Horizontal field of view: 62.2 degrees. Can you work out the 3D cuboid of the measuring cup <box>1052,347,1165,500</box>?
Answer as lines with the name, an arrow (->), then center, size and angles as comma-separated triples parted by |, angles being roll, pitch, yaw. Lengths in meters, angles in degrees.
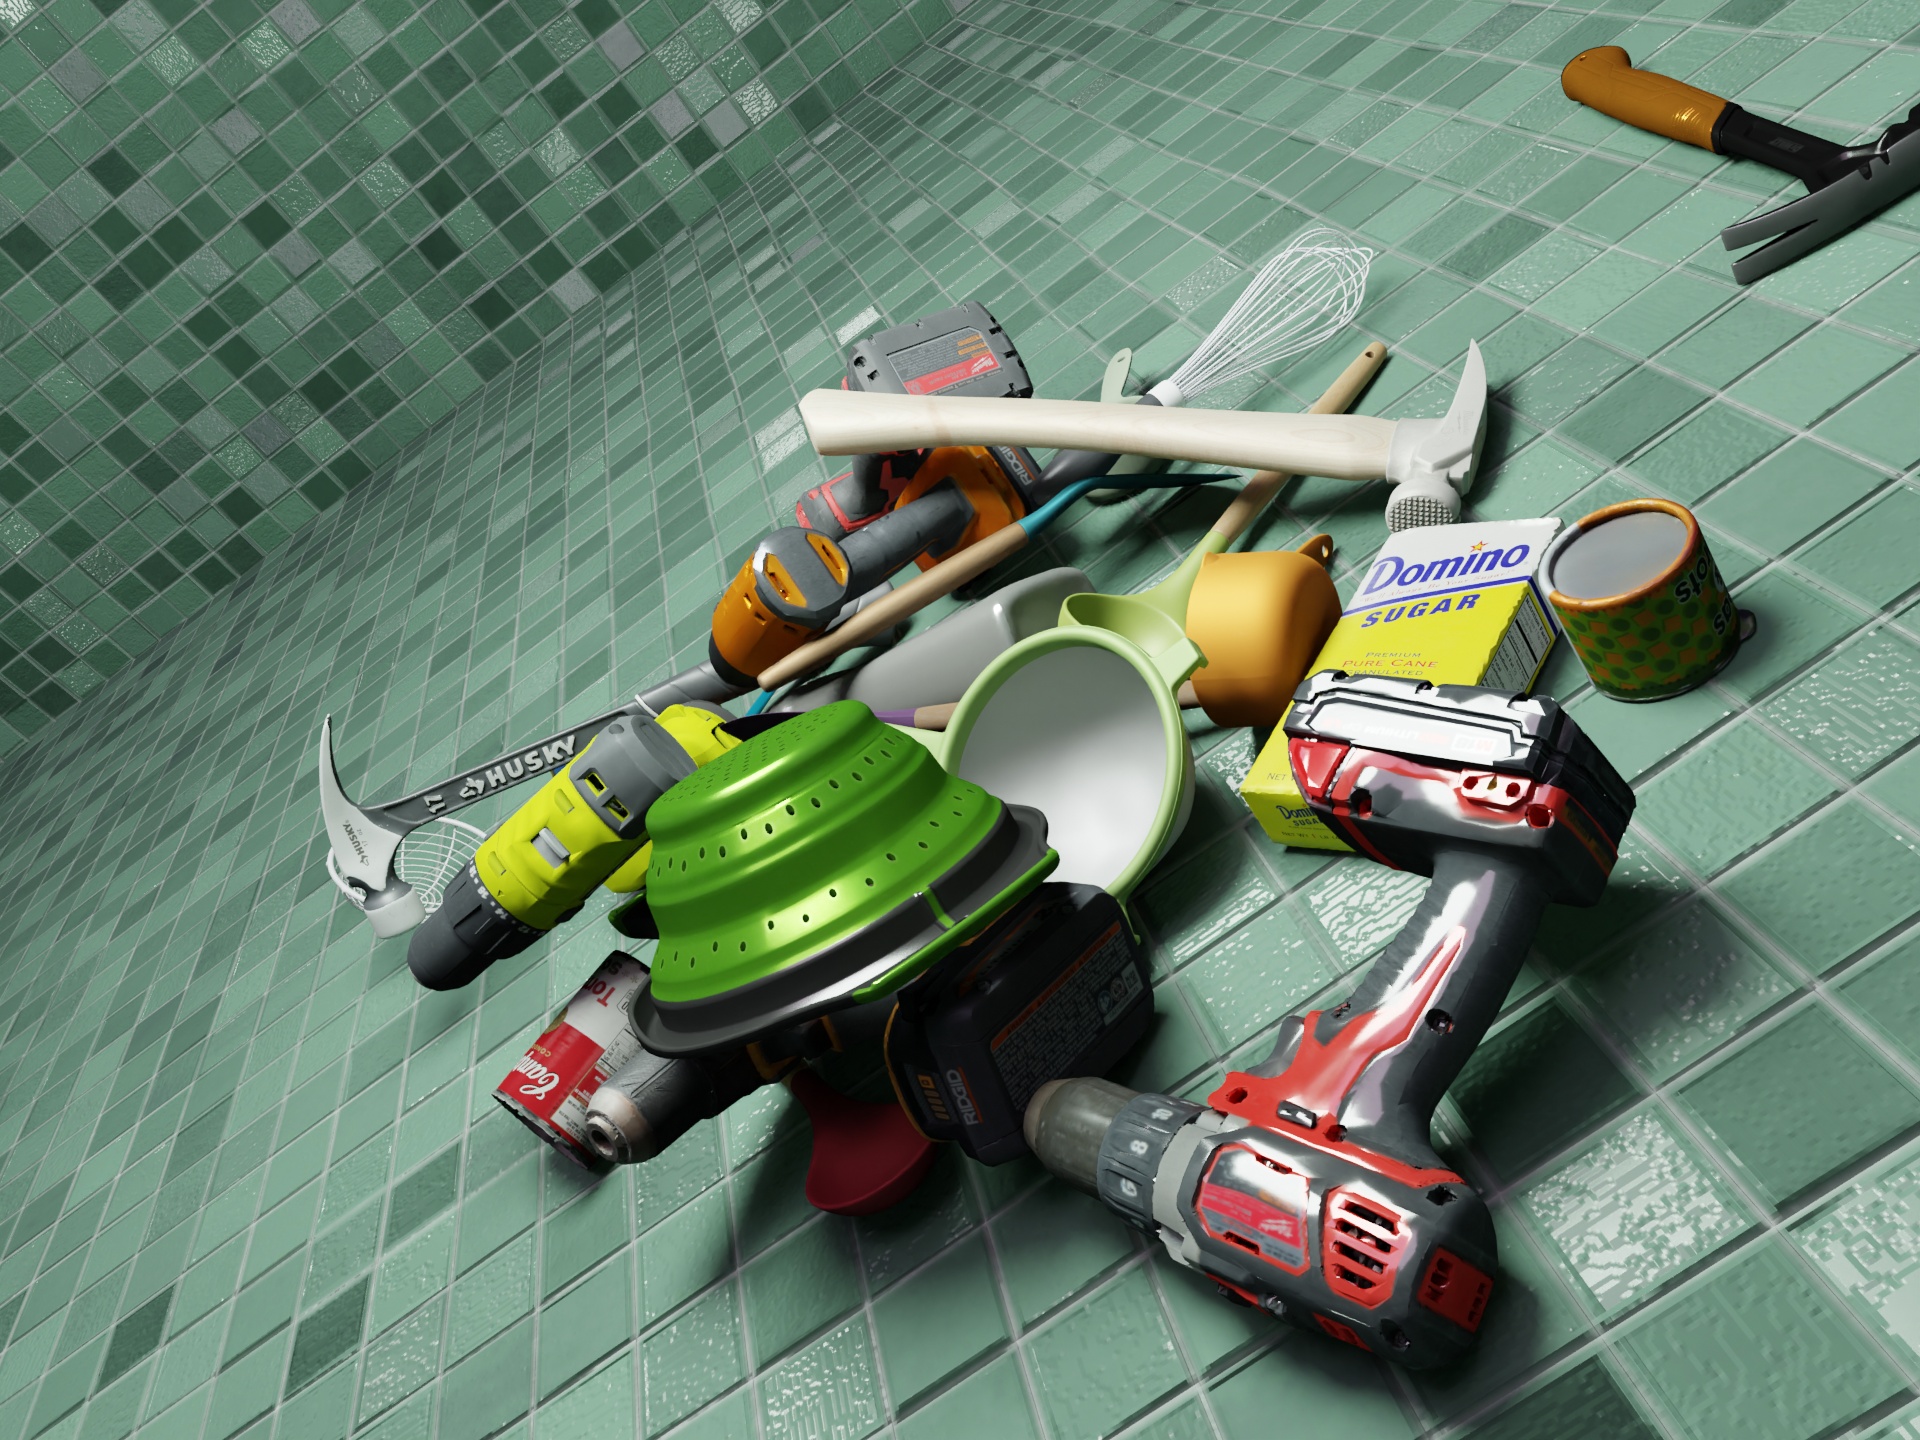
measuring cup -> 0.115, -0.211, 1.119 | 0.083, 0.038, 0.168 | -23, 31, 27

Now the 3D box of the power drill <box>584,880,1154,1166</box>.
power drill -> -0.050, 0.142, 0.719 | 0.226, 0.084, 0.185 | -6, 21, 45

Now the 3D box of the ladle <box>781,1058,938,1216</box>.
ladle -> -0.092, 0.177, 0.821 | 0.069, 0.031, 0.316 | -34, 24, -18

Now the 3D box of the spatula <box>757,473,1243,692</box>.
spatula -> 0.021, -0.091, 0.959 | 0.317, 0.044, 0.082 | -31, 13, -13

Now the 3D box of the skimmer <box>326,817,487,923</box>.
skimmer -> -0.302, 0.075, 1.138 | 0.363, 0.090, 0.127 | -18, 11, 30

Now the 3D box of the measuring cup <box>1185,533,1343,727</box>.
measuring cup -> 0.176, -0.059, 0.809 | 0.052, 0.095, 0.174 | 0, 28, 38

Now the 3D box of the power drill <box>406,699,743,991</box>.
power drill -> -0.214, 0.068, 0.938 | 0.190, 0.080, 0.228 | -42, -1, 11

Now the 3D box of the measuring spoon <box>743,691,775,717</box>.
measuring spoon -> -0.131, -0.016, 1.154 | 0.128, 0.021, 0.042 | -54, 22, -8

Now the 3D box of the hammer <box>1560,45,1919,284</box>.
hammer -> 0.438, -0.352, 0.949 | 0.127, 0.034, 0.337 | -31, 30, 12

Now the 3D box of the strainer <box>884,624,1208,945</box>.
strainer -> 0.025, 0.027, 0.825 | 0.256, 0.069, 0.151 | 9, 83, 44

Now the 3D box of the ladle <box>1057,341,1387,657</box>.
ladle -> 0.166, -0.130, 0.927 | 0.078, 0.062, 0.320 | 32, 65, 20

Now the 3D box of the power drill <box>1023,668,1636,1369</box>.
power drill -> 0.129, 0.099, 0.586 | 0.188, 0.080, 0.227 | 10, 69, 48

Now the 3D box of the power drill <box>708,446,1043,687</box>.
power drill -> -0.063, -0.098, 1.032 | 0.226, 0.084, 0.164 | -33, -4, -32

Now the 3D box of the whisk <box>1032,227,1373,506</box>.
whisk -> 0.158, -0.226, 1.032 | 0.284, 0.070, 0.070 | -39, 28, -10

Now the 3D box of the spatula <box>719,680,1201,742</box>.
spatula -> -0.001, -0.003, 0.885 | 0.316, 0.059, 0.018 | -5, 69, 29

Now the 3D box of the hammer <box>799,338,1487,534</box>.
hammer -> 0.095, -0.177, 0.937 | 0.411, 0.038, 0.146 | 8, 49, 24

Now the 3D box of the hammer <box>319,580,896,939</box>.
hammer -> -0.227, -0.004, 1.072 | 0.409, 0.149, 0.036 | -25, 18, -13

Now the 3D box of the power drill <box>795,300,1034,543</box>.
power drill -> -0.033, -0.197, 1.141 | 0.143, 0.078, 0.219 | -25, -12, -23

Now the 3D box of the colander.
colander -> -0.113, 0.062, 0.774 | 0.204, 0.094, 0.397 | -33, 11, -29
